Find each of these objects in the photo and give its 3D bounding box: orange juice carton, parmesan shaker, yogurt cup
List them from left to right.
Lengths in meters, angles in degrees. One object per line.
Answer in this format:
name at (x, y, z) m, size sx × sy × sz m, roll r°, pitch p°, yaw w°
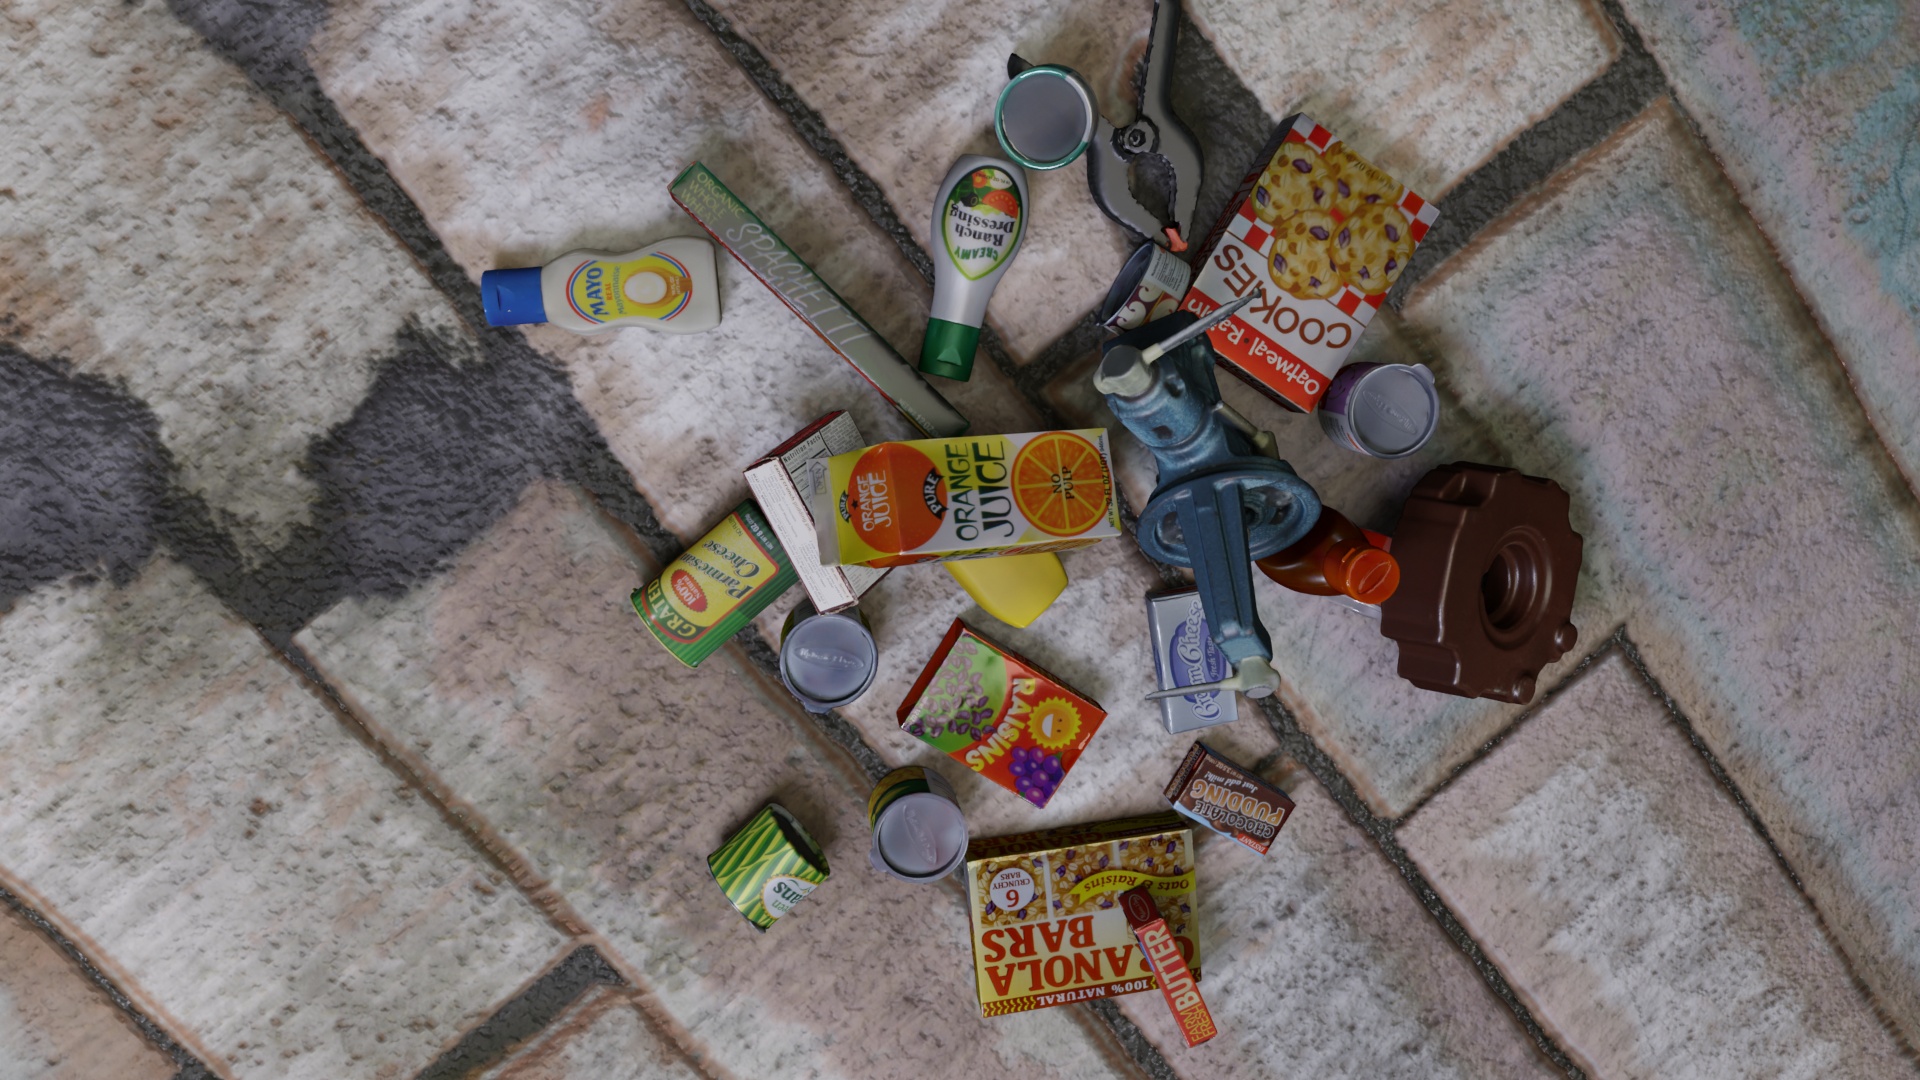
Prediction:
parmesan shaker at (-0.162, 0.026, 0.934) m, size 0.103 × 0.071 × 0.071 m, roll -41°, pitch 102°, yaw 0°
orange juice carton at (-0.001, -0.025, 0.891) m, size 0.193 × 0.073 × 0.072 m, roll -5°, pitch 82°, yaw -18°
yogurt cup at (0.295, 0.024, 0.997) m, size 0.072 × 0.072 × 0.054 m, roll 23°, pitch 88°, yaw -11°

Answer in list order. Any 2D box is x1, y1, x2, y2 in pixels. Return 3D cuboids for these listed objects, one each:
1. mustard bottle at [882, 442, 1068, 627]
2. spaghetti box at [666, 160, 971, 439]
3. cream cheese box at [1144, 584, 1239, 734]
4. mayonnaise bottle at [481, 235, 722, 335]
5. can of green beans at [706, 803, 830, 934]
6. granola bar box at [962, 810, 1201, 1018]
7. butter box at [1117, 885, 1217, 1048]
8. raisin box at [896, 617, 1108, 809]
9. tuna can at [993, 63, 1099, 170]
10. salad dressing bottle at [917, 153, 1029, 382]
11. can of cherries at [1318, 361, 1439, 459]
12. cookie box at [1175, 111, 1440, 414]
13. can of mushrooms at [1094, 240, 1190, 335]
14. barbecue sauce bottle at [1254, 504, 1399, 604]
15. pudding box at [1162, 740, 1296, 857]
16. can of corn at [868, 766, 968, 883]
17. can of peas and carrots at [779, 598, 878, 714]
mustard bottle at (0.003, -0.012, 0.958) m, size 0.065 × 0.049 × 0.160 m, roll -44°, pitch 101°, yaw -4°
spaghetti box at (-0.092, -0.153, 0.922) m, size 0.250 × 0.050 × 0.028 m, roll 43°, pitch 90°, yaw -12°
cream cheese box at (0.168, 0.085, 1.009) m, size 0.053 × 0.024 × 0.103 m, roll -10°, pitch 100°, yaw -6°
mayonnaise bottle at (-0.233, -0.163, 0.905) m, size 0.148 × 0.041 × 0.064 m, roll -6°, pitch 103°, yaw -7°
can of green beans at (-0.133, 0.227, 0.969) m, size 0.058 × 0.071 × 0.071 m, roll -40°, pitch 102°, yaw 0°
granola bar box at (0.089, 0.273, 1.021) m, size 0.166 × 0.039 × 0.124 m, roll -7°, pitch 100°, yaw -7°
butter box at (0.147, 0.302, 0.986) m, size 0.024 × 0.053 × 0.103 m, roll -26°, pitch 102°, yaw -1°
raisin box at (0.029, 0.123, 0.989) m, size 0.123 × 0.040 × 0.086 m, roll 32°, pitch 93°, yaw -12°
tuna can at (0.054, -0.275, 0.907) m, size 0.071 × 0.033 × 0.070 m, roll 4°, pitch 111°, yaw 10°
salad dressing bottle at (0.005, -0.182, 0.934) m, size 0.064 × 0.044 × 0.147 m, roll 12°, pitch 98°, yaw -10°
can of cherries at (0.296, -0.094, 0.980) m, size 0.071 × 0.058 × 0.071 m, roll -1°, pitch 99°, yaw -7°
cookie box at (0.233, -0.190, 0.966) m, size 0.123 × 0.040 × 0.167 m, roll 32°, pitch 93°, yaw -11°
can of mushrooms at (0.124, -0.165, 0.943) m, size 0.033 × 0.071 × 0.071 m, roll 28°, pitch 95°, yaw -12°
barbecue sauce bottle at (0.249, 0.011, 0.944) m, size 0.043 × 0.149 × 0.065 m, roll 44°, pitch 91°, yaw -12°
pudding box at (0.198, 0.191, 1.027) m, size 0.083 × 0.030 × 0.049 m, roll 31°, pitch 95°, yaw -11°
can of corn at (-0.033, 0.201, 0.983) m, size 0.071 × 0.058 × 0.071 m, roll -1°, pitch 100°, yaw -8°
can of peas and carrots at (-0.092, 0.078, 0.955) m, size 0.071 × 0.059 × 0.070 m, roll -1°, pitch 100°, yaw -7°
